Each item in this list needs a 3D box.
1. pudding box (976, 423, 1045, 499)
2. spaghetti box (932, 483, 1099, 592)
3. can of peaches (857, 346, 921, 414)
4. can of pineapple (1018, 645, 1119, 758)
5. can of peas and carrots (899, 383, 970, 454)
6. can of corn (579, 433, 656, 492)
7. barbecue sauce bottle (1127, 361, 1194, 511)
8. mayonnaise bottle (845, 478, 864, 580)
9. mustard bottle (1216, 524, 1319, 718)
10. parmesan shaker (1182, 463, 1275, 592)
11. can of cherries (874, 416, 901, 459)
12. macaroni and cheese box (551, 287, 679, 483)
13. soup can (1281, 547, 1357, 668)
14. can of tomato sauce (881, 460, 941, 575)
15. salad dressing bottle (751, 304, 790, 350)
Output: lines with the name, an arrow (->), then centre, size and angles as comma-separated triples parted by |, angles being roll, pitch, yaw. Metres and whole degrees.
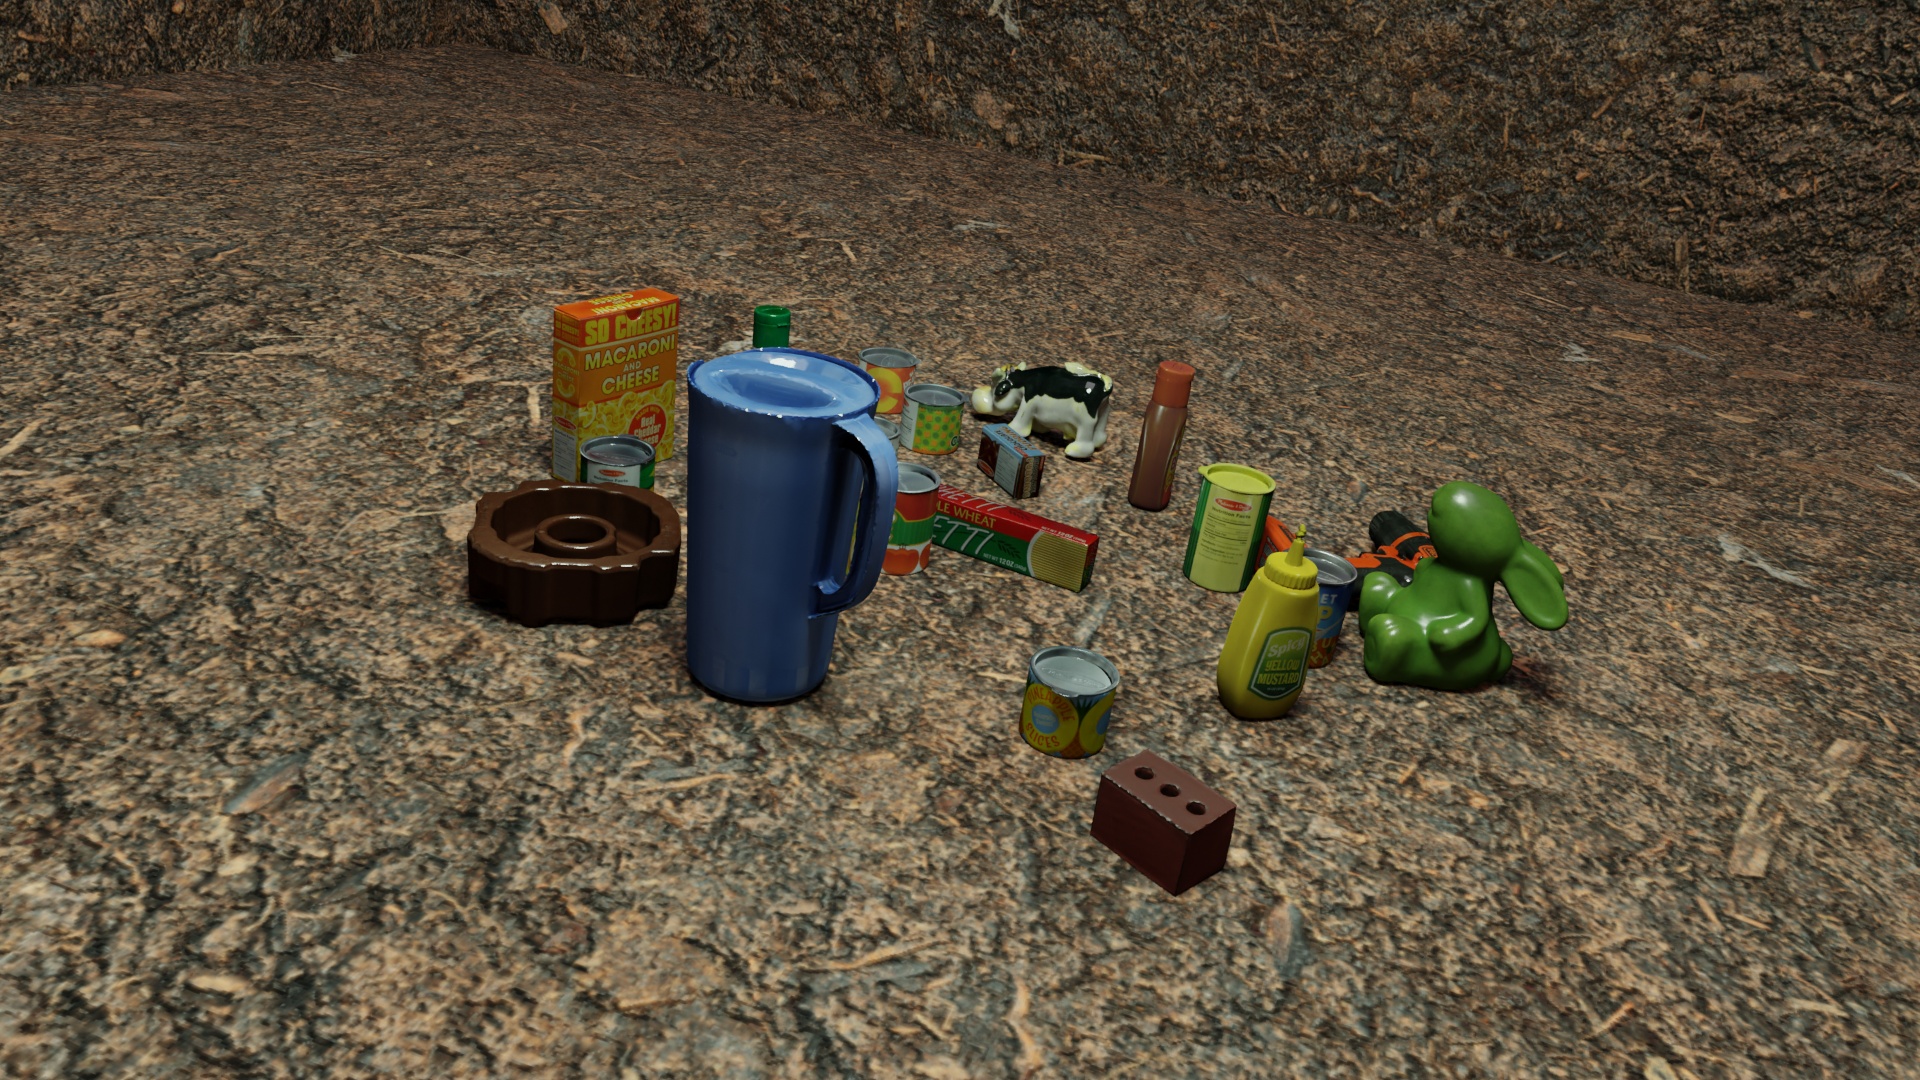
pudding box -> 0.051, -0.083, 1.430 | 0.030, 0.049, 0.084 | -7, 30, -29
spaghetti box -> 0.005, -0.016, 1.279 | 0.250, 0.050, 0.029 | 19, 27, 20
can of peaches -> -0.083, -0.182, 1.581 | 0.071, 0.057, 0.071 | 7, 26, -3
can of pineapple -> 0.078, 0.119, 1.018 | 0.071, 0.057, 0.071 | 7, 26, -3
can of peas and carrots -> -0.028, -0.131, 1.492 | 0.071, 0.058, 0.071 | 7, 26, -3
can of corn -> -0.309, -0.057, 1.254 | 0.071, 0.058, 0.071 | 7, 26, -3
barbecue sauce bottle -> 0.206, -0.108, 1.417 | 0.044, 0.147, 0.065 | 14, 26, 10
mayonnaise bottle -> -0.102, -0.023, 1.149 | 0.041, 0.147, 0.065 | 15, 26, 13
mustard bottle -> 0.243, 0.061, 1.071 | 0.065, 0.159, 0.049 | -1, 27, -20
parmesan shaker -> 0.245, -0.012, 1.287 | 0.071, 0.102, 0.071 | 7, 26, -3
can of cherries -> -0.098, -0.087, 1.383 | 0.071, 0.058, 0.072 | 7, 26, -3
macaroni and cheese box -> -0.323, -0.145, 1.306 | 0.040, 0.165, 0.124 | 23, 29, 28
soup can -> 0.293, 0.058, 1.180 | 0.071, 0.083, 0.071 | 7, 26, -3
can of tomato sauce -> -0.057, -0.020, 1.230 | 0.071, 0.082, 0.071 | 7, 26, -3
salad dressing bottle -> -0.195, -0.163, 1.405 | 0.064, 0.147, 0.044 | -14, 34, -39
